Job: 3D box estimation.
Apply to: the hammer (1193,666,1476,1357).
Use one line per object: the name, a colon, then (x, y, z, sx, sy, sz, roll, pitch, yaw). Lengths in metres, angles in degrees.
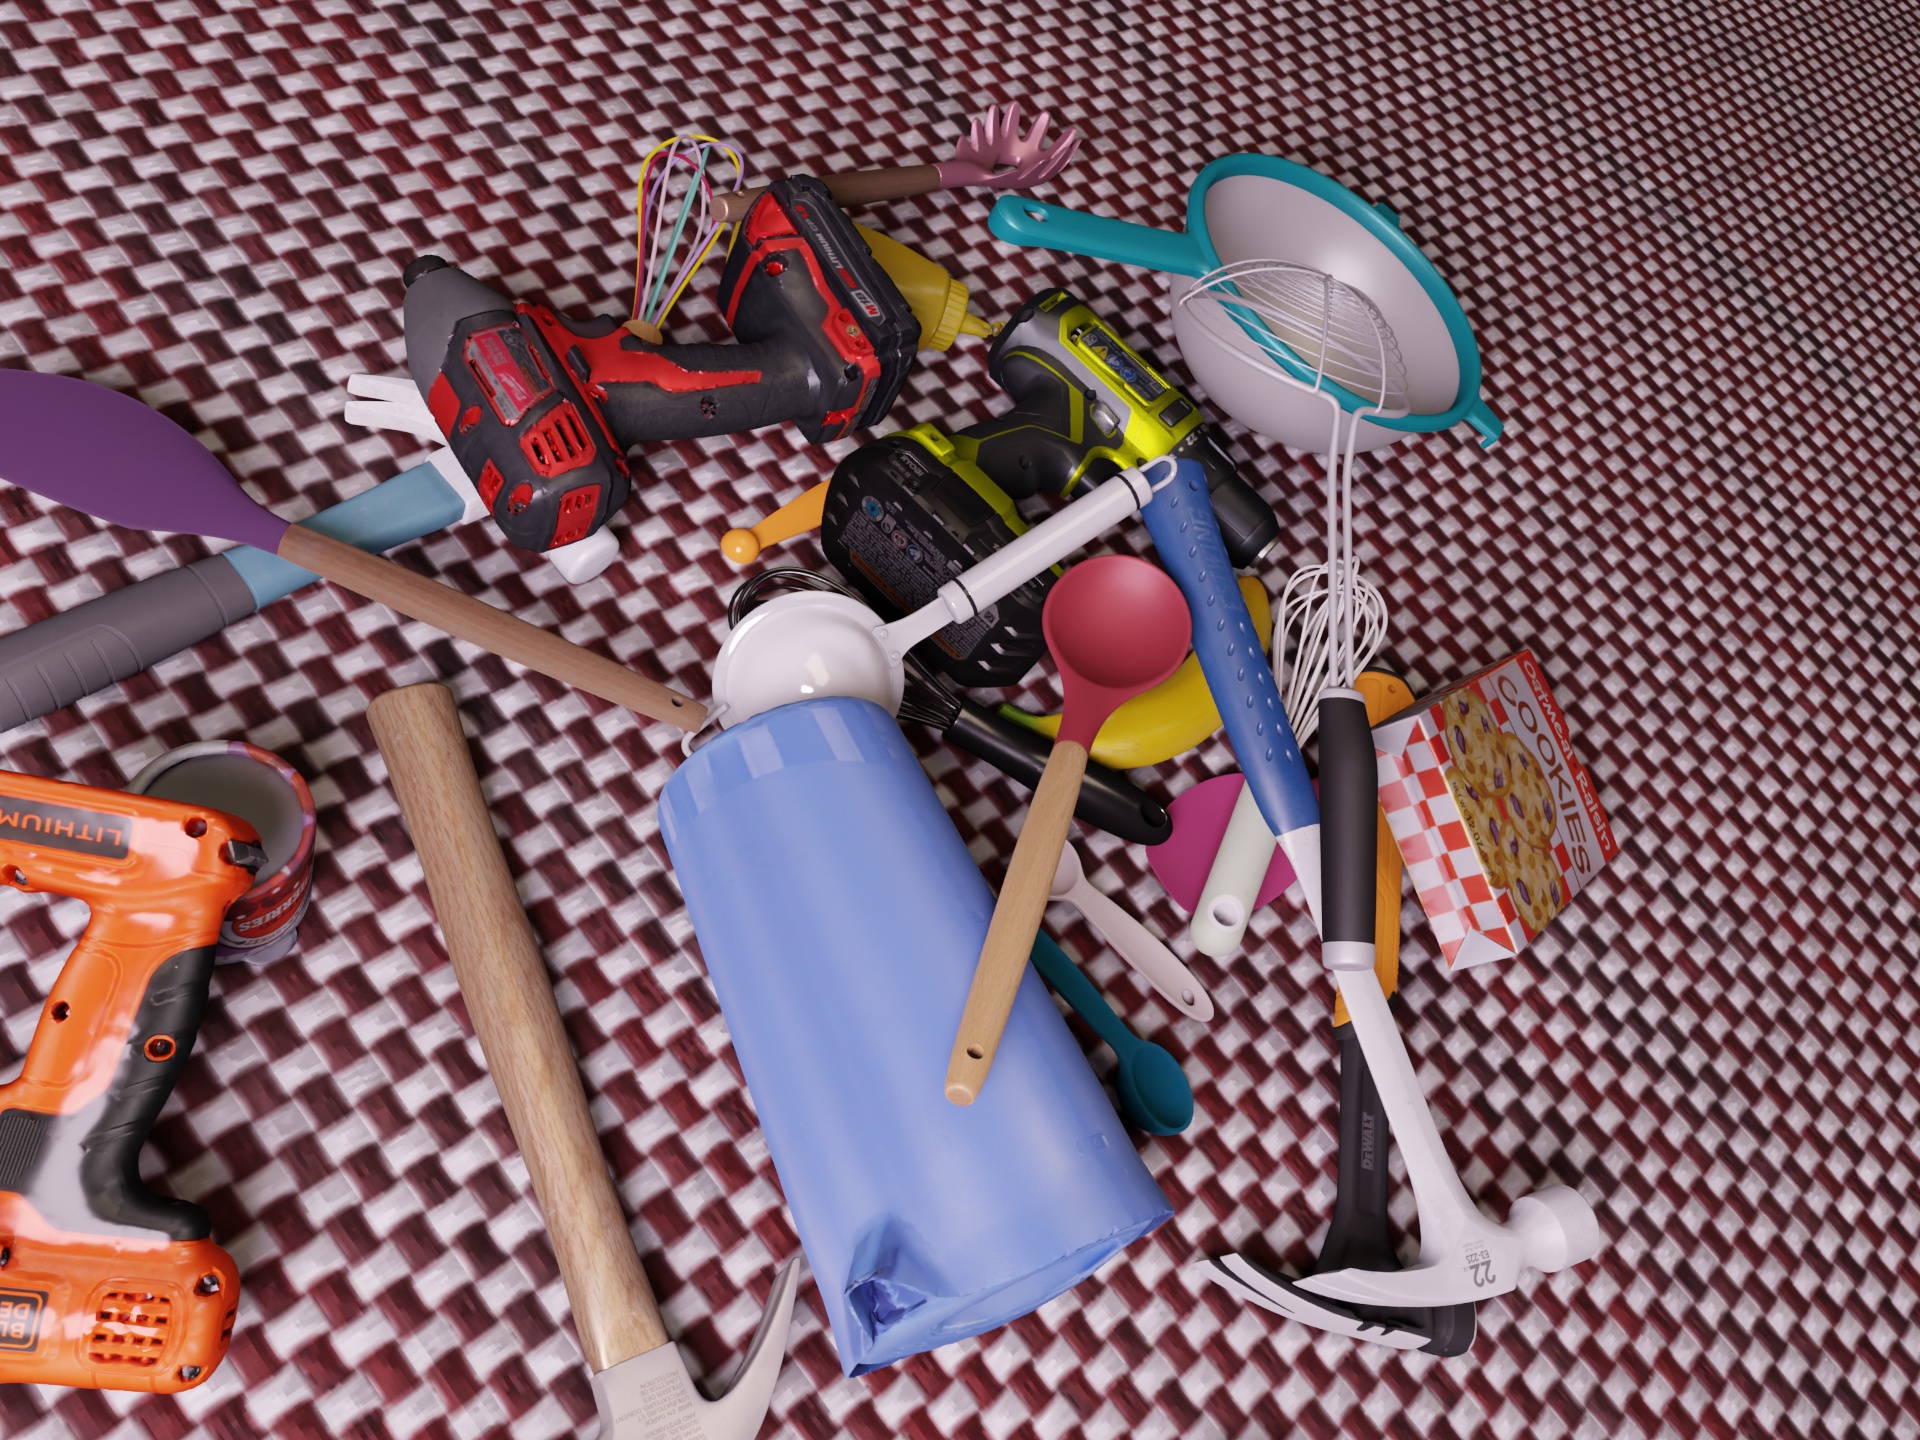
hammer: (0.188, 0.117, 0.763, 0.127, 0.034, 0.337, 20, 58, -16)

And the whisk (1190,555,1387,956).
whisk: (0.163, 0.012, 0.803, 0.058, 0.059, 0.246, 25, 61, 3)

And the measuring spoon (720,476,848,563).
measuring spoon: (-0.075, -0.109, 0.807, 0.117, 0.011, 0.021, -35, 79, -37)

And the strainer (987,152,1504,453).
strainer: (0.148, -0.235, 0.928, 0.340, 0.095, 0.211, 2, 58, -30)

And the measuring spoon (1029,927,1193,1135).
measuring spoon: (0.054, 0.133, 0.701, 0.128, 0.021, 0.042, 49, 33, -4)

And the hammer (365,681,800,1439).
hammer: (-0.161, 0.130, 0.606, 0.130, 0.031, 0.331, -13, 67, -31)

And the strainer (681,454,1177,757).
strainer: (-0.008, -0.049, 0.706, 0.258, 0.050, 0.086, -33, 116, -9)

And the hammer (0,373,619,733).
hammer: (-0.306, -0.050, 0.647, 0.331, 0.033, 0.128, -35, 80, -37)

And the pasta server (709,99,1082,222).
pasta server: (-0.030, -0.313, 0.903, 0.060, 0.040, 0.316, 37, 38, 17)

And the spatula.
spatula: (-0.250, -0.065, 0.652, 0.315, 0.018, 0.060, 25, 54, -11)

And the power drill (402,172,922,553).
power drill: (-0.141, -0.173, 0.736, 0.219, 0.078, 0.143, -26, 76, -32)

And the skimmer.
skimmer: (0.162, -0.061, 0.755, 0.127, 0.090, 0.363, 11, 72, -24)

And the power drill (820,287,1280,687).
power drill: (0.055, -0.116, 0.834, 0.190, 0.080, 0.228, 44, 50, 5)

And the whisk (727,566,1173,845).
whisk: (-0.001, -0.003, 0.754, 0.239, 0.055, 0.055, 29, 53, -9)

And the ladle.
ladle: (0.041, 0.029, 0.642, 0.069, 0.031, 0.316, 19, 41, 4)

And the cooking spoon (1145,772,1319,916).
cooking spoon: (0.218, 0.027, 0.858, 0.319, 0.017, 0.069, -24, 72, -34)

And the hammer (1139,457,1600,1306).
hammer: (0.155, 0.061, 0.729, 0.144, 0.035, 0.406, -8, 69, -28)

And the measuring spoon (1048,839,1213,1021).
measuring spoon: (0.071, 0.100, 0.749, 0.124, 0.018, 0.034, 43, 52, -4)

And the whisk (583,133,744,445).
whisk: (-0.161, -0.214, 0.813, 0.047, 0.051, 0.245, 28, 57, -28)
